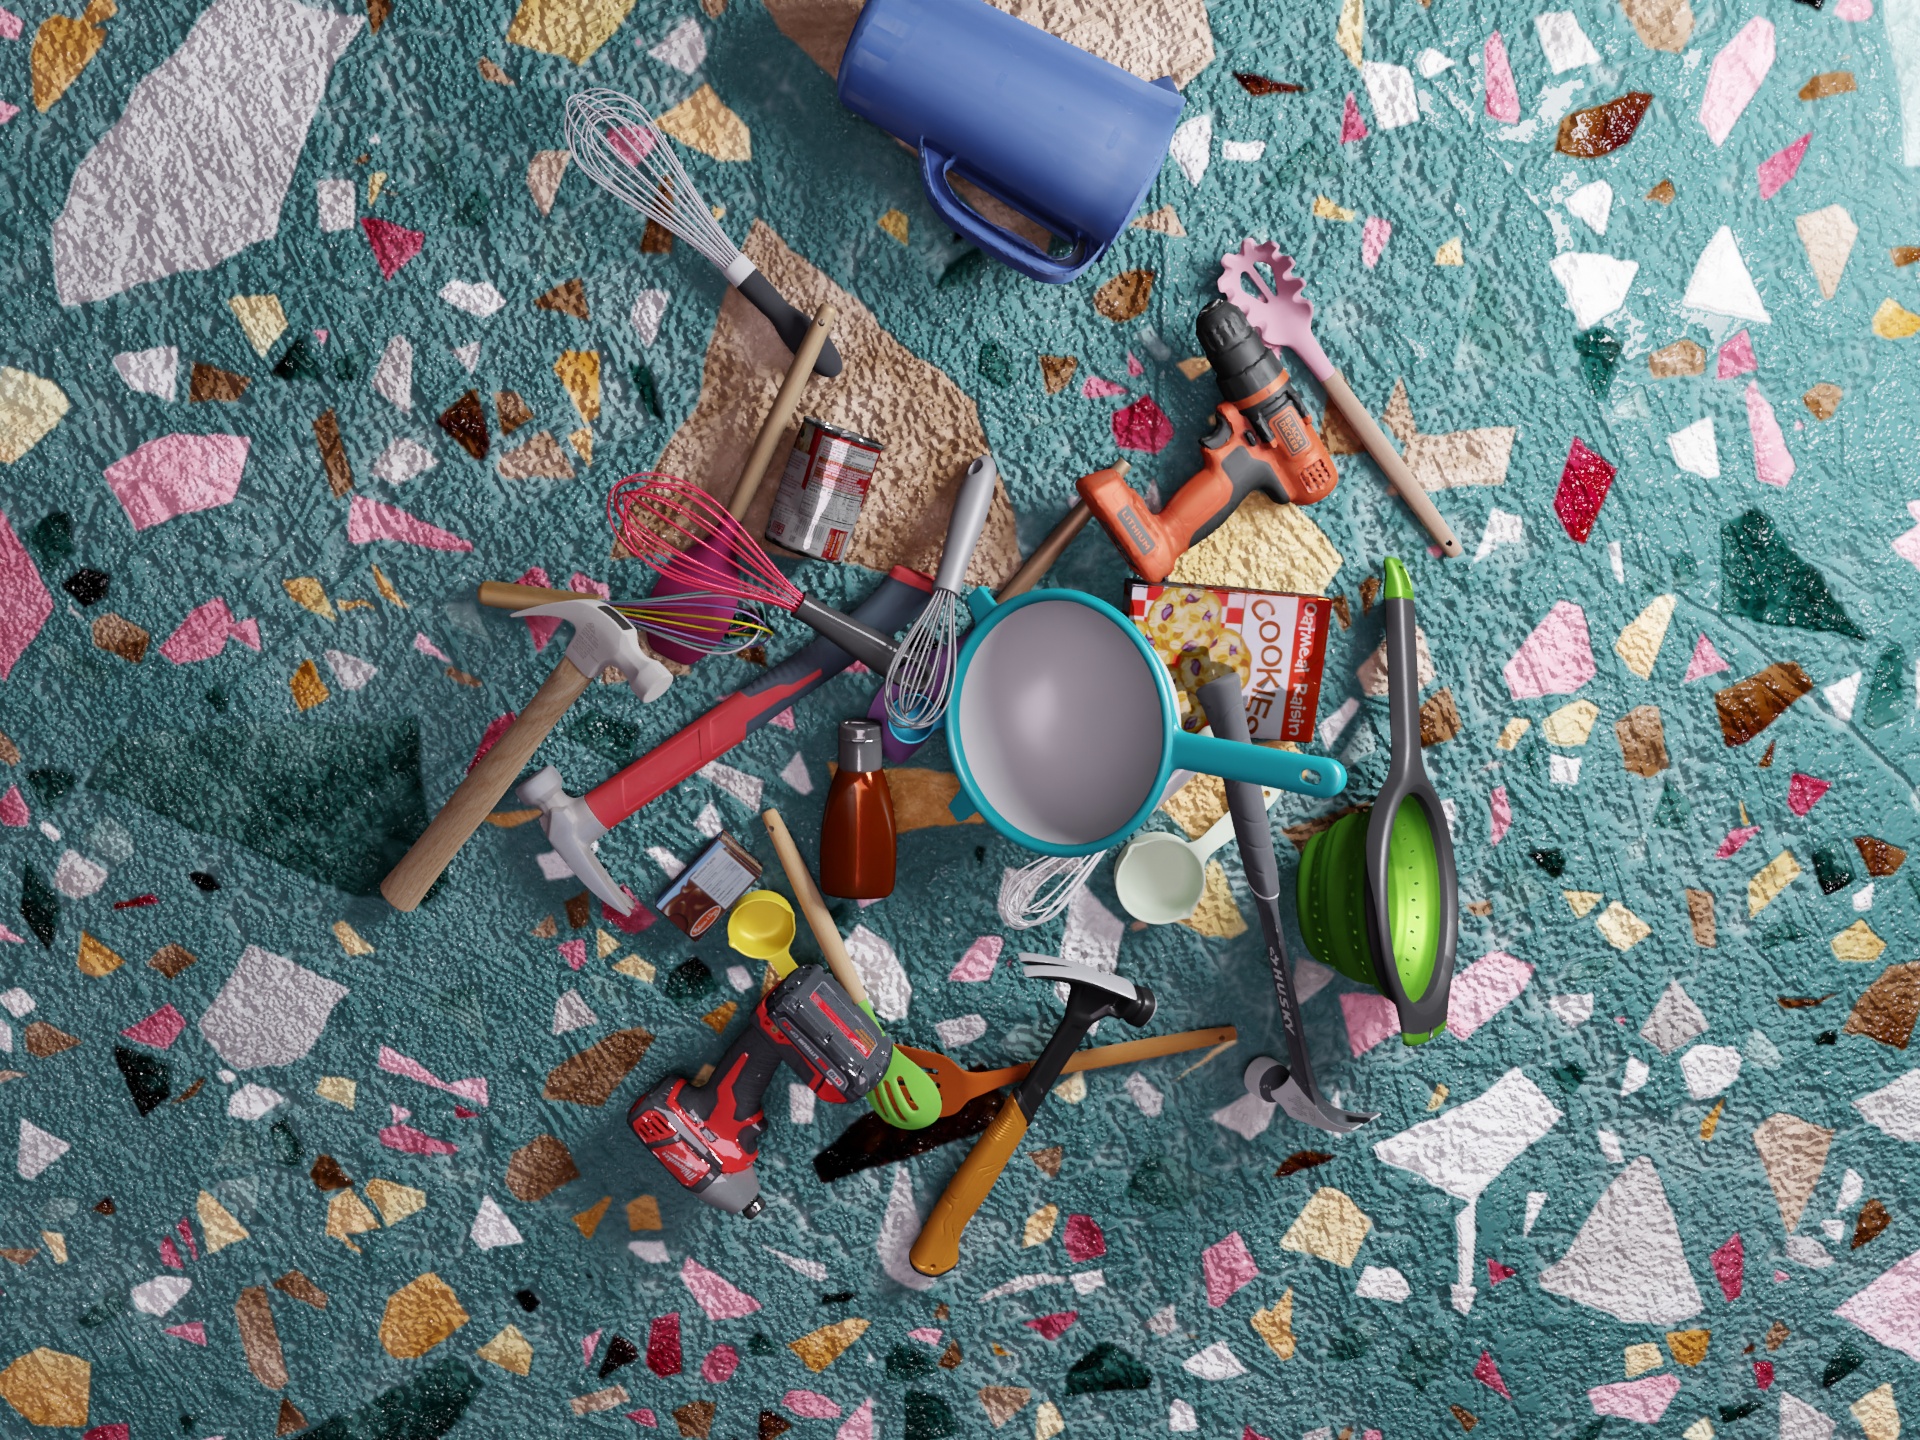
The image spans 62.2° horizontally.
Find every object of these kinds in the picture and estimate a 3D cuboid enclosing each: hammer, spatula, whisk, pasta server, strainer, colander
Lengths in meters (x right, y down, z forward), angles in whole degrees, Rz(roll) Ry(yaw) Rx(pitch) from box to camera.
[{"bbox_3d":[-0.171,0.006,1.318,0.386,0.038,0.143,-34,103,5],"label":"hammer"},{"bbox_3d":[0.031,-0.094,1.315,0.059,0.018,0.316,40,99,-13],"label":"spatula"},{"bbox_3d":[0.035,0.349,1.373,0.127,0.034,0.336,21,110,-20],"label":"hammer"},{"bbox_3d":[-0.010,-0.103,1.261,0.055,0.055,0.239,18,76,-6],"label":"whisk"},{"bbox_3d":[-0.194,-0.373,1.231,0.070,0.070,0.284,-44,105,7],"label":"whisk"},{"bbox_3d":[0.313,-0.255,1.283,0.060,0.040,0.316,-36,103,18],"label":"pasta server"},{"bbox_3d":[-0.270,-0.089,1.279,0.245,0.047,0.051,8,110,5],"label":"whisk"},{"bbox_3d":[-0.372,0.033,1.286,0.130,0.031,0.331,46,110,10],"label":"hammer"},{"bbox_3d":[0.083,0.299,1.400,0.322,0.041,0.081,-9,104,-5],"label":"spatula"},{"bbox_3d":[0.149,0.010,1.236,0.340,0.095,0.211,12,102,33],"label":"strainer"},{"bbox_3d":[-0.143,-0.101,1.242,0.295,0.073,0.073,31,99,-20],"label":"whisk"},{"bbox_3d":[0.128,0.090,1.327,0.246,0.059,0.057,-43,117,14],"label":"whisk"},{"bbox_3d":[0.252,0.154,1.295,0.036,0.149,0.408,-22,108,-22],"label":"hammer"},{"bbox_3d":[0.336,0.065,1.323,0.094,0.204,0.397,-4,86,33],"label":"colander"}]

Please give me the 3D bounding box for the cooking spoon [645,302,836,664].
[{"bbox_3d":[-0.172,-0.185,1.271,0.068,0.017,0.319,25,107,-7],"label":"cooking spoon"}]

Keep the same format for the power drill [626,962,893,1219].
[{"bbox_3d":[-0.168,0.322,1.348,0.219,0.078,0.143,-43,90,19],"label":"power drill"}]

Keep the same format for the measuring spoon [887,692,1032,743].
[{"bbox_3d":[-0.002,-0.004,1.327,0.128,0.021,0.042,-2,100,-20],"label":"measuring spoon"}]

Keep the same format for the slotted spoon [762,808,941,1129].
[{"bbox_3d":[-0.100,0.219,1.365,0.070,0.031,0.313,-20,98,27],"label":"slotted spoon"}]

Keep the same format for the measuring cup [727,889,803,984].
[{"bbox_3d":[-0.147,0.211,1.374,0.062,0.029,0.156,-27,114,4],"label":"measuring cup"}]

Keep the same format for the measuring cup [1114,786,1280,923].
[{"bbox_3d":[0.203,0.104,1.356,0.167,0.038,0.083,-40,101,4],"label":"measuring cup"}]
